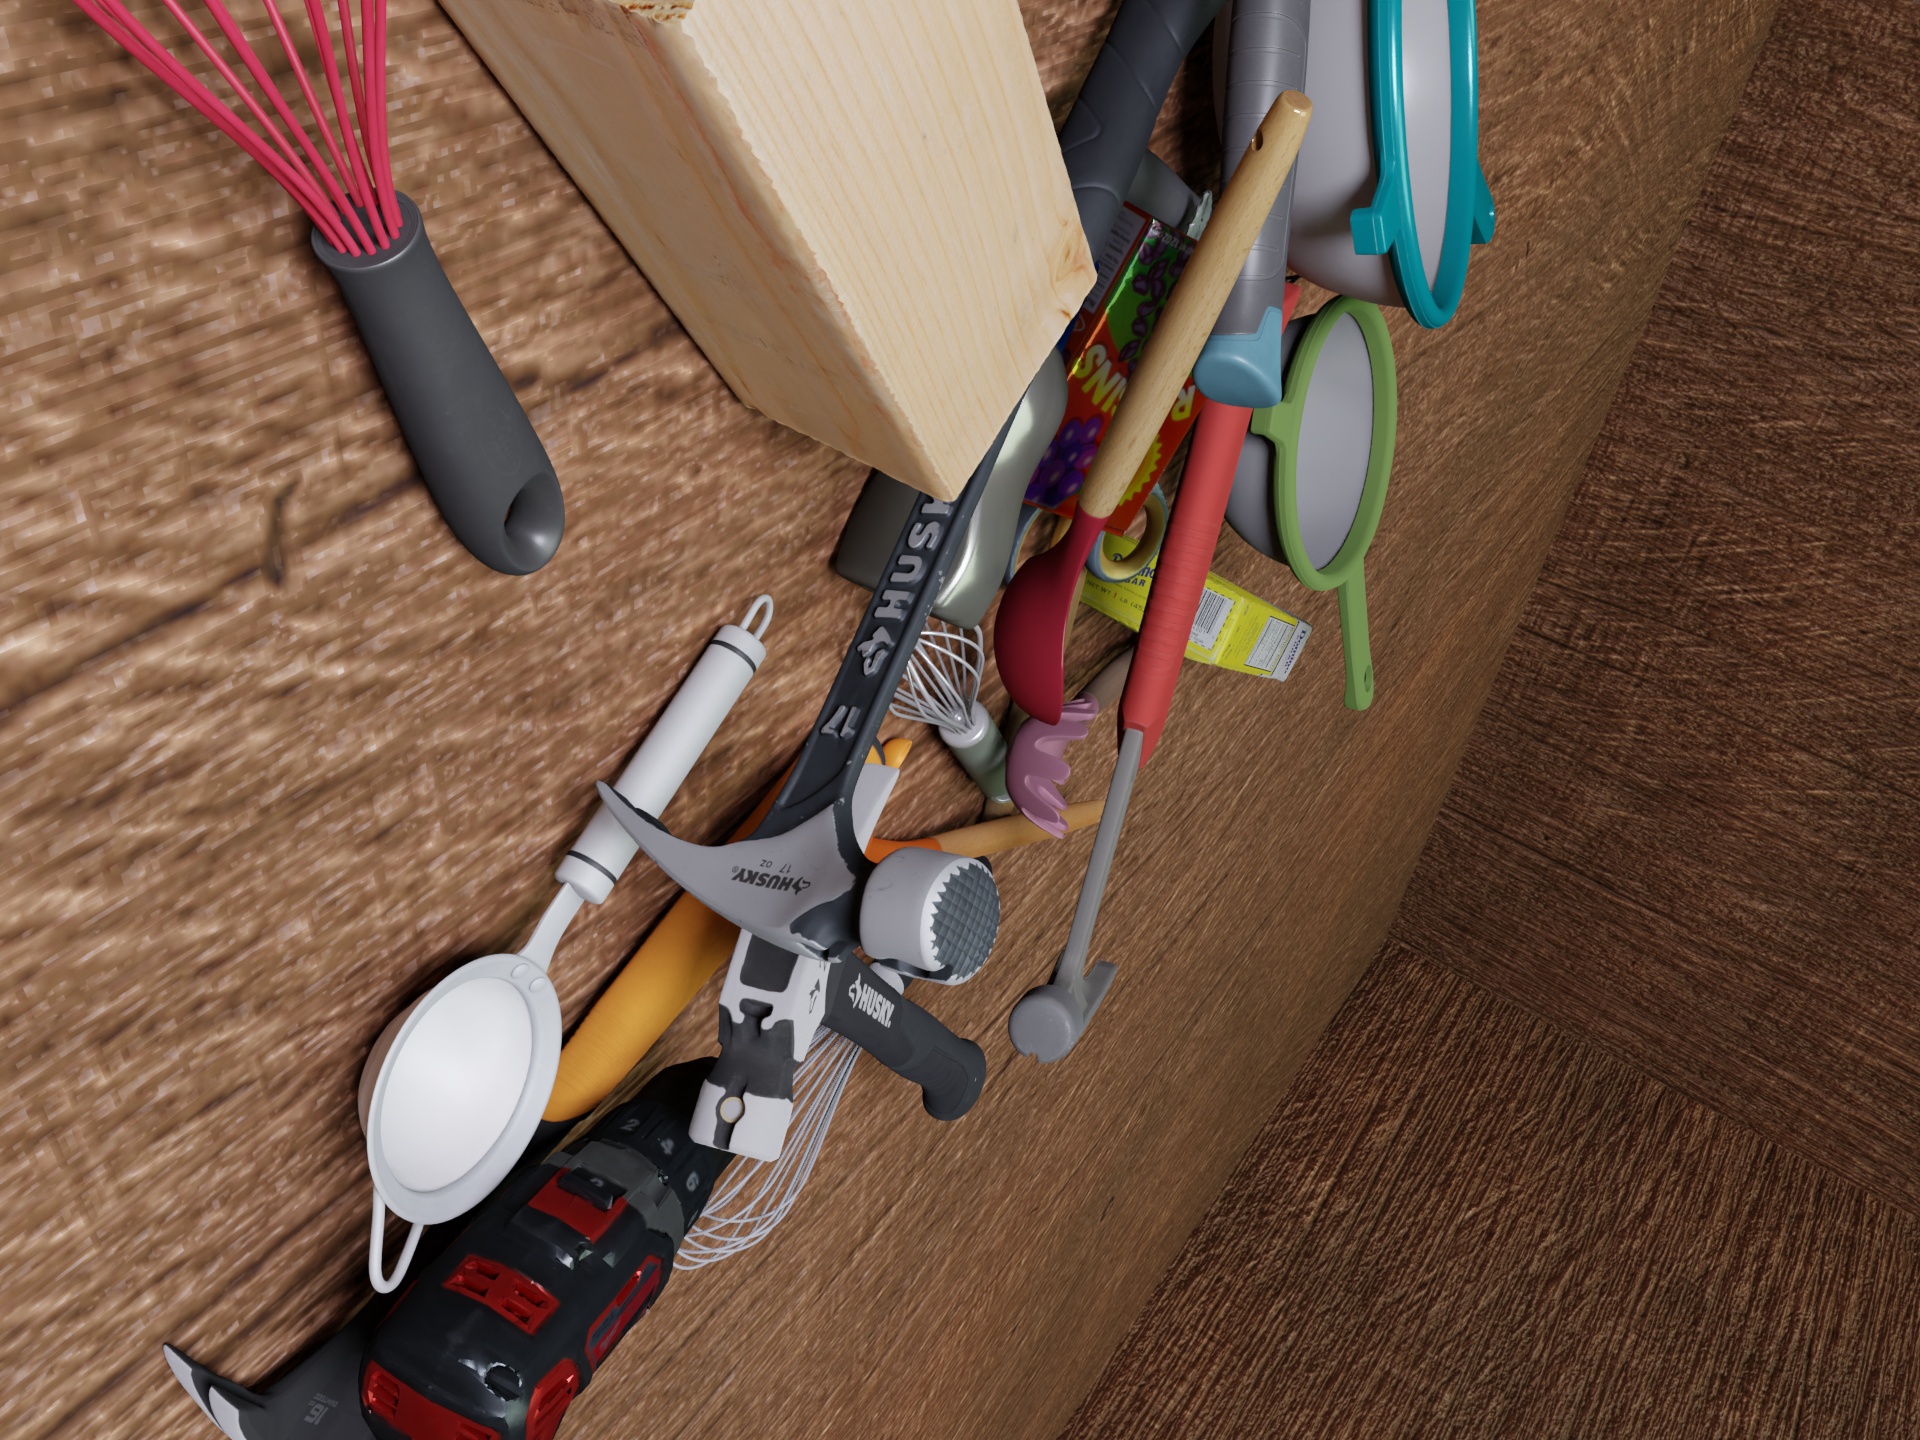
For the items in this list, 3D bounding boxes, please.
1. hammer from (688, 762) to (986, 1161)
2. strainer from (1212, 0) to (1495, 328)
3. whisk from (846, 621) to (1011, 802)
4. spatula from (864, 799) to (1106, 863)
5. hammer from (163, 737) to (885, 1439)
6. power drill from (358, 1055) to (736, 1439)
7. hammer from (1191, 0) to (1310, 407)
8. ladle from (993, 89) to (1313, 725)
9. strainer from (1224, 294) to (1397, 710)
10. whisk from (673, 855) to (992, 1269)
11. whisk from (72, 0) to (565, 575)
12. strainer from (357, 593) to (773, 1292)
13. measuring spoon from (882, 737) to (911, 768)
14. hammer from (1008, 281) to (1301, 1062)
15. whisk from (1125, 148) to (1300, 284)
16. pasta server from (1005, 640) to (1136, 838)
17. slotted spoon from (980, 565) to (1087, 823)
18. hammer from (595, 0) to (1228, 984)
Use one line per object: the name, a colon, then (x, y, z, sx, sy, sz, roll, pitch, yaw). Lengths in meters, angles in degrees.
hammer: (-0.031, 0.127, 0.694, 0.334, 0.035, 0.146, 60, 42, -67)
strainer: (0.187, -0.274, 0.741, 0.340, 0.095, 0.211, -2, 93, -66)
whisk: (-0.001, -0.002, 0.738, 0.058, 0.059, 0.246, -24, 159, 4)
spatula: (0.004, 0.070, 0.812, 0.322, 0.041, 0.081, -8, 132, -57)
hammer: (-0.137, 0.121, 0.594, 0.337, 0.034, 0.127, -52, 157, -25)
power drill: (-0.147, 0.240, 0.568, 0.188, 0.080, 0.226, -44, 155, -64)
hammer: (0.108, -0.276, 0.543, 0.128, 0.033, 0.331, -12, 108, -61)
ladle: (0.060, -0.096, 0.588, 0.031, 0.069, 0.315, -4, 149, -19)
strainer: (0.183, -0.107, 0.859, 0.151, 0.069, 0.256, -54, 142, -35)
whisk: (-0.058, 0.155, 0.787, 0.285, 0.070, 0.070, -47, 154, -43)
whisk: (-0.126, -0.113, 0.319, 0.073, 0.073, 0.295, -53, 163, -21)
strainer: (-0.130, 0.059, 0.529, 0.258, 0.050, 0.086, -59, 152, -22)
measuring spoon: (-0.058, 0.055, 0.726, 0.117, 0.011, 0.021, -56, 172, -7)
hammer: (0.092, -0.025, 0.741, 0.149, 0.037, 0.359, -25, 130, -75)
whisk: (0.104, -0.223, 0.717, 0.239, 0.055, 0.055, 0, 116, -60)
pasta server: (0.082, -0.012, 0.858, 0.316, 0.040, 0.060, -37, 142, -65)
slotted spoon: (0.053, -0.062, 0.810, 0.070, 0.031, 0.313, -18, 135, -42)
hammer: (0.011, -0.114, 0.533, 0.036, 0.149, 0.409, 45, 60, -46)
